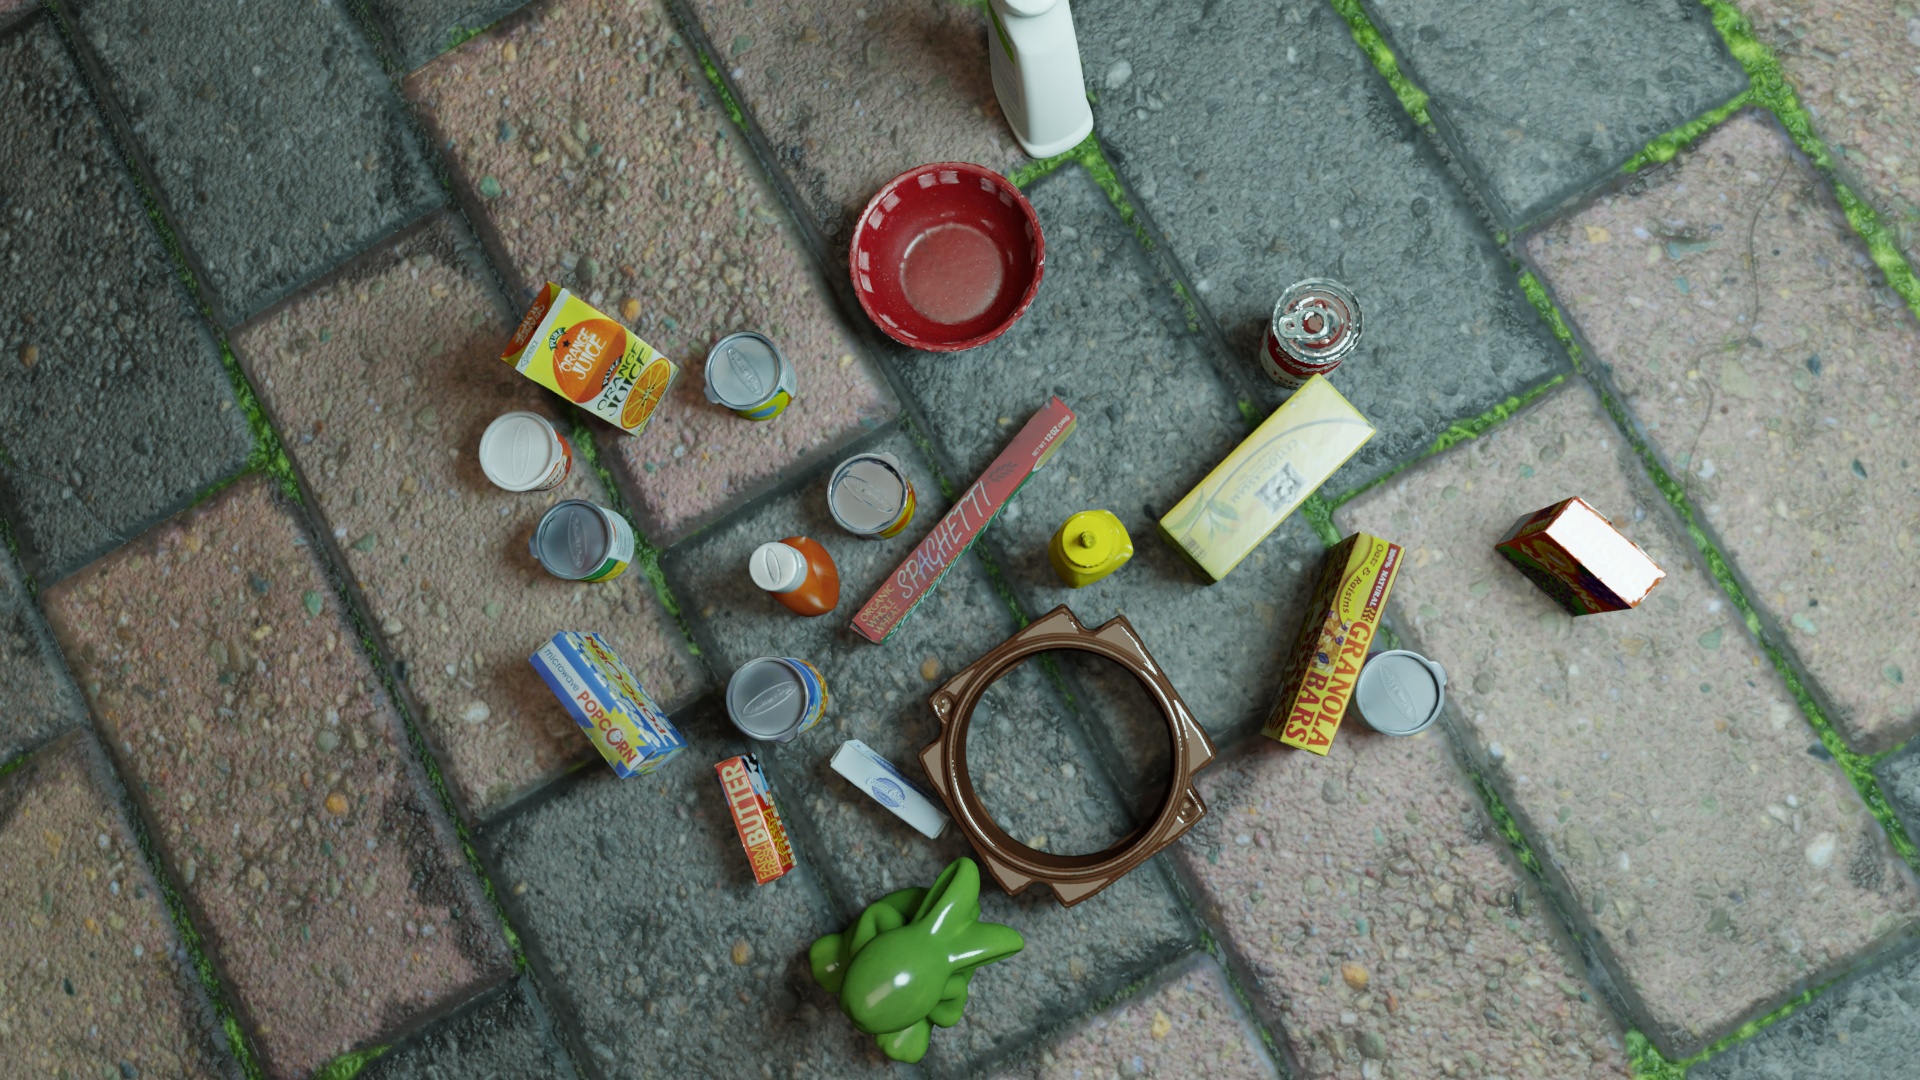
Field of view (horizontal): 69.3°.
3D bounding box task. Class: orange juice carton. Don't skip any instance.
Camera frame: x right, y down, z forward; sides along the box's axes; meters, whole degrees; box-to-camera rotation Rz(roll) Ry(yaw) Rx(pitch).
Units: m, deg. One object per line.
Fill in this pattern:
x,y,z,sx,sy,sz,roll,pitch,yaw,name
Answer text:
-0.299,-0.146,1.109,0.073,0.192,0.072,30,88,8,orange juice carton

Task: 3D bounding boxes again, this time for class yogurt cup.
-0.365,-0.072,1.177,0.072,0.054,0.072,-1,84,5,yogurt cup

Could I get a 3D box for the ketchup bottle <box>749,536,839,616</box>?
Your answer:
-0.131,0.026,1.096,0.043,0.148,0.065,-16,83,4,ketchup bottle

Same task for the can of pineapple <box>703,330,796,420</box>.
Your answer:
-0.177,-0.136,1.165,0.071,0.058,0.071,-1,84,5,can of pineapple

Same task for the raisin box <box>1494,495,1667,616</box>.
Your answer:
0.468,0.014,1.055,0.086,0.123,0.040,44,90,8,raisin box

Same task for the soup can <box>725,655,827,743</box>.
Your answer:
-0.145,0.129,1.119,0.071,0.083,0.071,-1,84,5,soup can

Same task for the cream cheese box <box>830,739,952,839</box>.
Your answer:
-0.054,0.199,1.118,0.104,0.053,0.024,34,88,8,cream cheese box

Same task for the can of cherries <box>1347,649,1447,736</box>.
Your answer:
0.341,0.118,1.088,0.071,0.058,0.071,-1,84,5,can of cherries

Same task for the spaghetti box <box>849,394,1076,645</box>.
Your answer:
0.004,-0.014,1.138,0.029,0.050,0.250,41,89,8,spaghetti box

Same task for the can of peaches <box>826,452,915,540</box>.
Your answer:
-0.071,-0.037,1.143,0.071,0.058,0.071,-1,84,5,can of peaches

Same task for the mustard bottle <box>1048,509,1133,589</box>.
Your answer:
0.100,0.003,1.071,0.065,0.160,0.049,-31,82,2,mustard bottle

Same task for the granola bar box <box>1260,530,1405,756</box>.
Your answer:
0.283,0.081,1.064,0.039,0.124,0.165,21,86,7,granola bar box

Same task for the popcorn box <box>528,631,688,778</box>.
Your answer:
-0.285,0.132,1.131,0.038,0.085,0.127,-41,82,0,popcorn box

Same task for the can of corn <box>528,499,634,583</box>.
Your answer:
-0.316,0.002,1.162,0.071,0.058,0.071,-1,84,5,can of corn

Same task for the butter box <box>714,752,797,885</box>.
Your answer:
-0.165,0.224,1.125,0.024,0.053,0.103,-23,82,3,butter box
